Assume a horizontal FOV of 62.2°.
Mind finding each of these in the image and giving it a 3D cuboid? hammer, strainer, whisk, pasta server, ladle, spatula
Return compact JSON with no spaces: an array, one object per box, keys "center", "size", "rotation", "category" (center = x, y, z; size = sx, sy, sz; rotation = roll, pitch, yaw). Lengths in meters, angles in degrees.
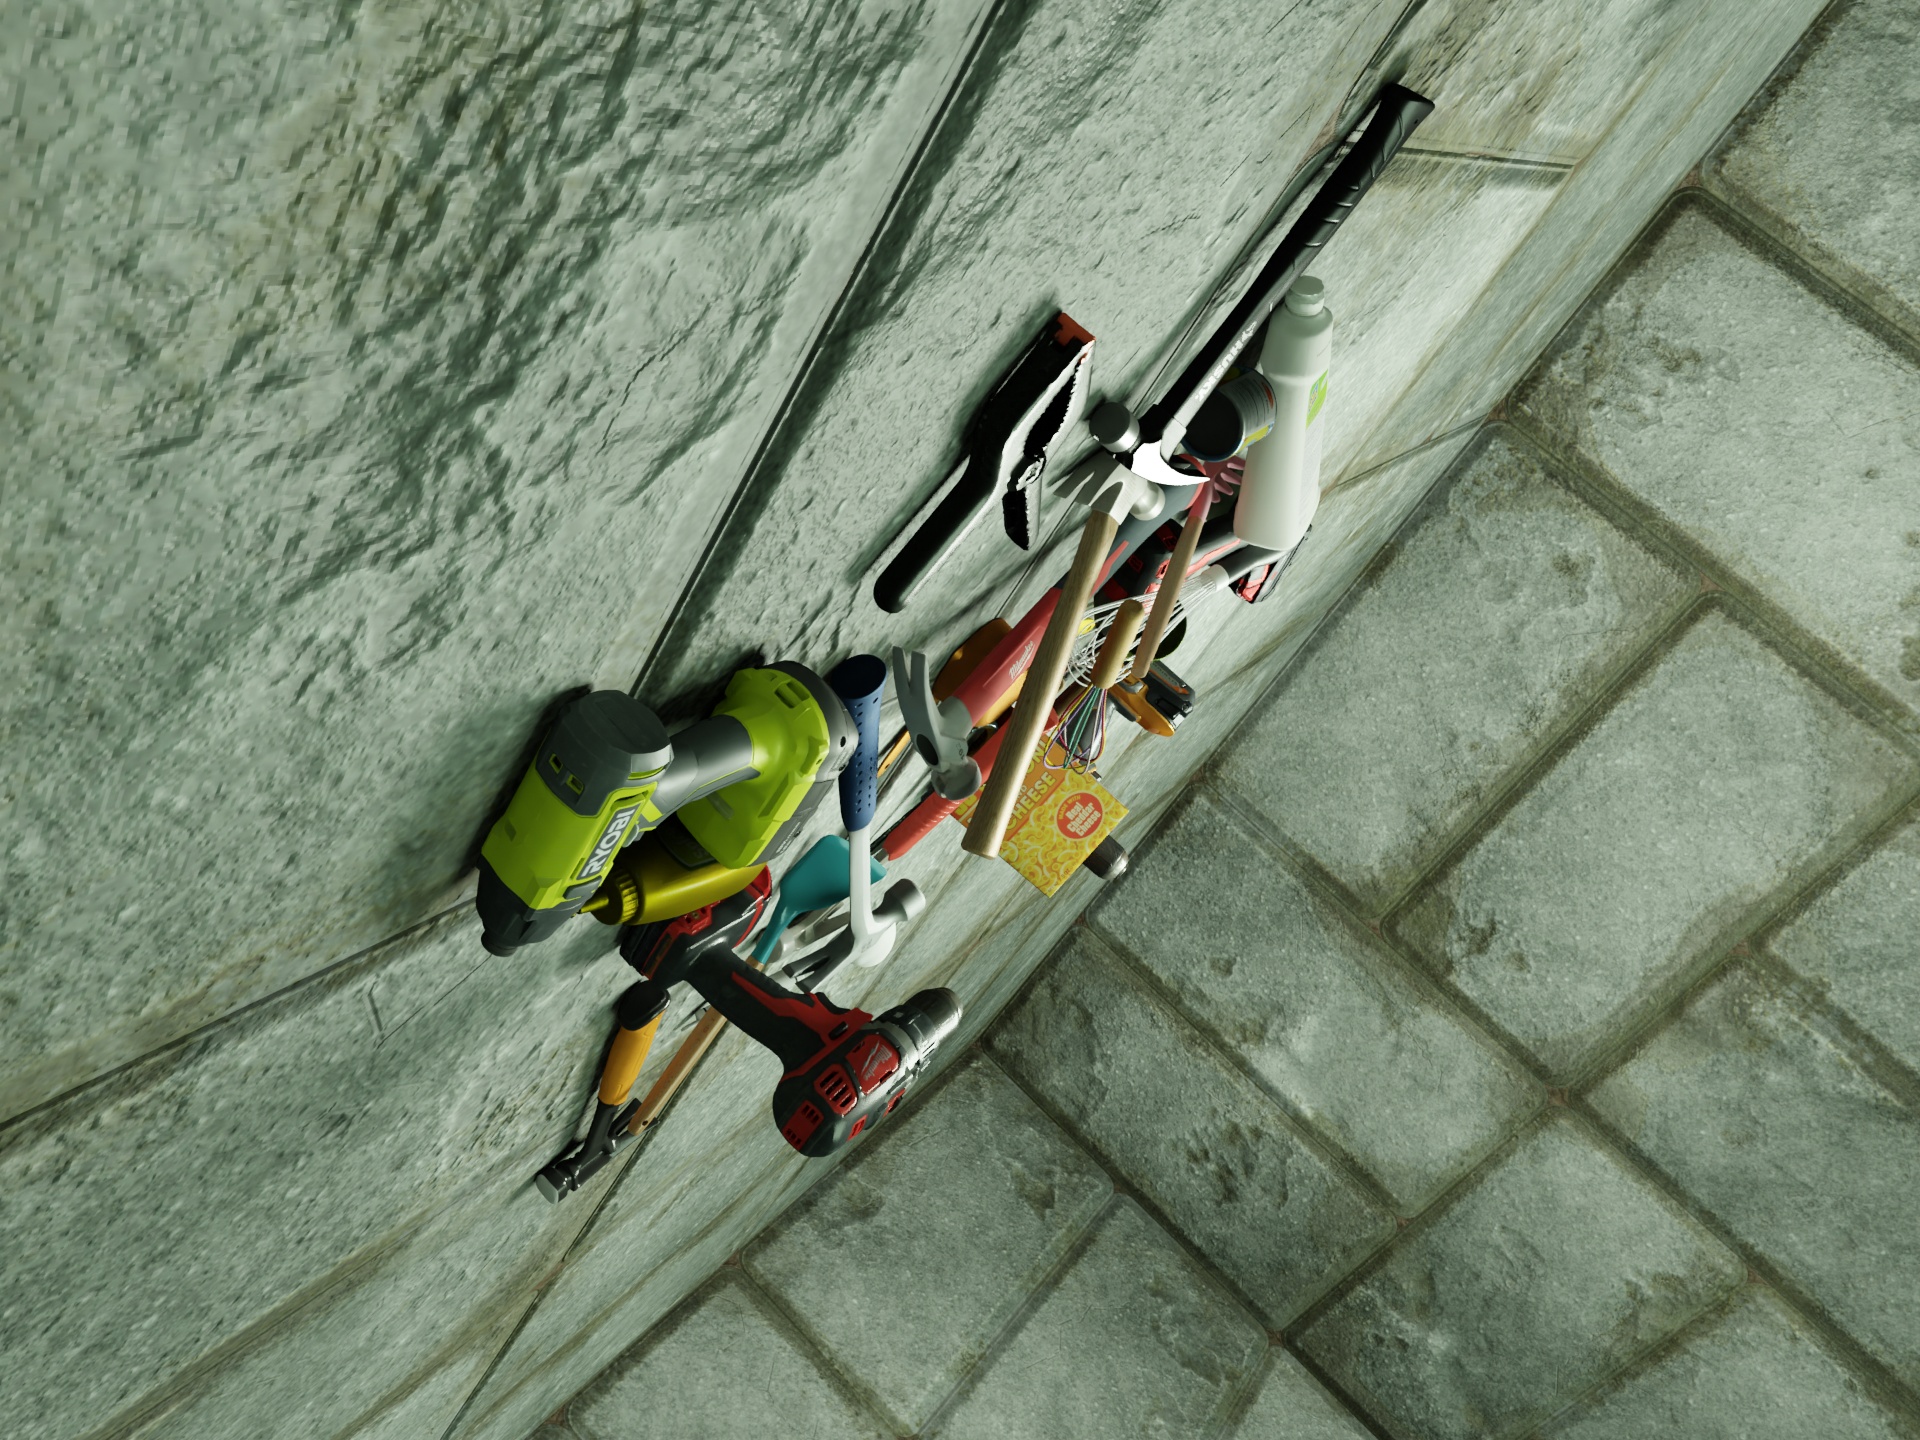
[{"center":[0.071,-0.052,1.224],"size":[0.130,0.031,0.331],"rotation":[27,83,-62],"category":"hammer"},{"center":[-0.084,0.088,1.252],"size":[0.144,0.035,0.405],"rotation":[-37,155,-25],"category":"hammer"},{"center":[-0.294,0.315,1.390],"size":[0.127,0.034,0.336],"rotation":[-36,163,-39],"category":"hammer"},{"center":[-0.150,0.241,1.527],"size":[0.258,0.050,0.087],"rotation":[-24,-172,-21],"category":"strainer"},{"center":[0.083,-0.112,1.284],"size":[0.386,0.038,0.143],"rotation":[-47,137,-30],"category":"hammer"},{"center":[0.118,-0.024,1.344],"size":[0.051,0.047,0.244],"rotation":[-57,171,-34],"category":"whisk"},{"center":[0.206,-0.154,1.389],"size":[0.060,0.040,0.316],"rotation":[88,21,-51],"category":"pasta server"},{"center":[0.126,-0.036,1.569],"size":[0.062,0.078,0.320],"rotation":[-21,-164,47],"category":"ladle"},{"center":[-0.039,0.098,1.451],"size":[0.359,0.037,0.149],"rotation":[-43,170,27],"category":"hammer"},{"center":[0.203,-0.114,1.422],"size":[0.284,0.070,0.070],"rotation":[-31,161,-24],"category":"whisk"},{"center":[-0.189,0.234,1.390],"size":[0.082,0.044,0.317],"rotation":[39,85,-41],"category":"spatula"},{"center":[0.229,-0.315,1.160],"size":[0.334,0.035,0.146],"rotation":[-53,151,10],"category":"hammer"}]

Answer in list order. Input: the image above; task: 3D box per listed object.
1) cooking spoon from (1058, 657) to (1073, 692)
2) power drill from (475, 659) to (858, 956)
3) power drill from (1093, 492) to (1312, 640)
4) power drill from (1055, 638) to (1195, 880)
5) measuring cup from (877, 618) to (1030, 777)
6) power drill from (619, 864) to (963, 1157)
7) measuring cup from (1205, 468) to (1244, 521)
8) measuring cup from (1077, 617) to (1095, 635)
[{"center":[0.082,-0.036,1.467],"size":[0.069,0.017,0.319],"rotation":[-47,-179,2],"category":"cooking spoon"},{"center":[-0.171,0.048,0.911],"size":[0.223,0.080,0.171],"rotation":[-19,148,-57],"category":"power drill"},{"center":[0.221,-0.148,1.521],"size":[0.219,0.079,0.143],"rotation":[-20,150,-35],"category":"power drill"},{"center":[0.154,0.041,1.695],"size":[0.226,0.185,0.084],"rotation":[-48,179,-9],"category":"power drill"},{"center":[-0.002,-0.004,1.340],"size":[0.173,0.052,0.095],"rotation":[-51,167,6],"category":"measuring cup"},{"center":[-0.116,0.194,1.170],"size":[0.188,0.227,0.080],"rotation":[-30,159,-51],"category":"power drill"},{"center":[0.289,-0.250,1.594],"size":[0.083,0.038,0.167],"rotation":[-41,164,-26],"category":"measuring cup"},{"center":[0.105,-0.078,1.517],"size":[0.062,0.029,0.156],"rotation":[-53,164,22],"category":"measuring cup"}]
